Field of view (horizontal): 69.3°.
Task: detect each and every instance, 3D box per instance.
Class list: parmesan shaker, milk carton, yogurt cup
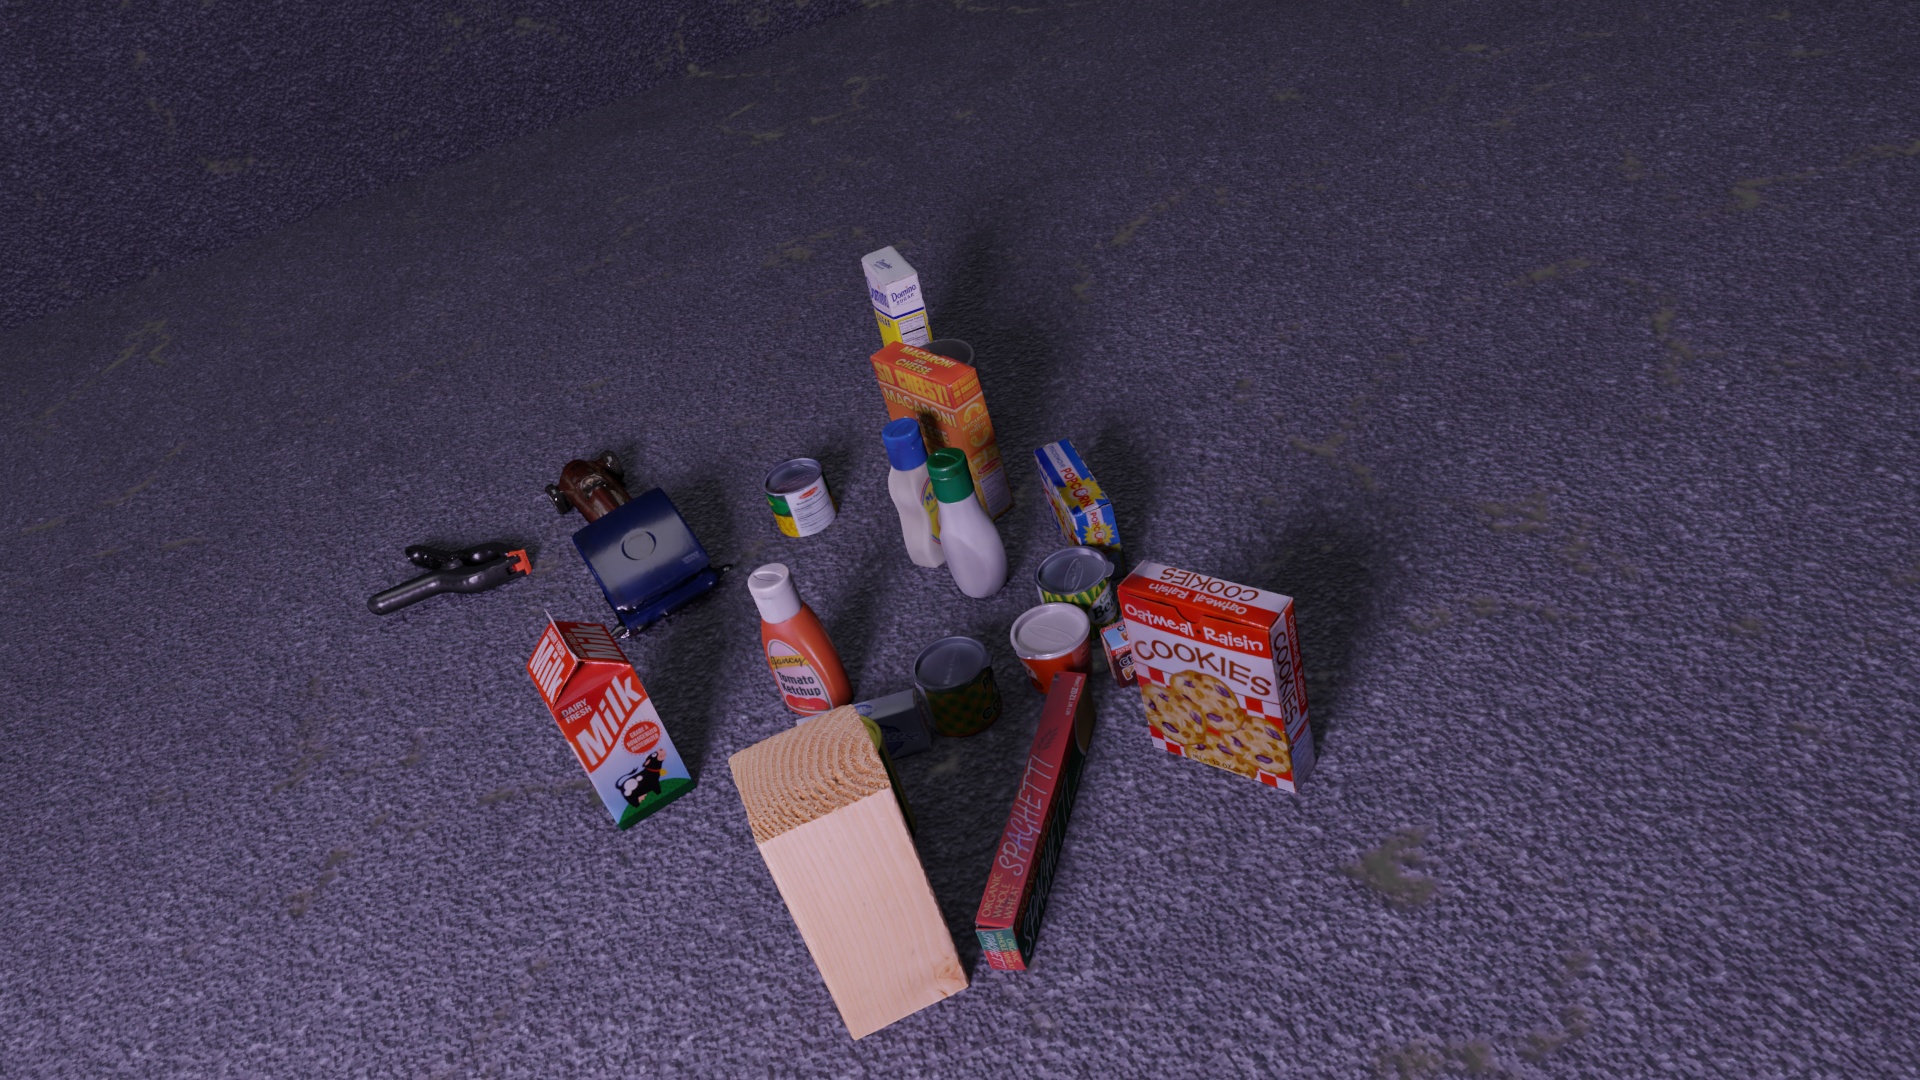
[{"bbox_3d":[-0.077,0.194,1.062,0.071,0.102,0.072,-11,36,8],"label":"parmesan shaker"},{"bbox_3d":[-0.294,0.142,1.146,0.074,0.189,0.072,-30,37,-18],"label":"milk carton"},{"bbox_3d":[0.080,0.093,1.174,0.072,0.053,0.073,-11,36,8],"label":"yogurt cup"}]

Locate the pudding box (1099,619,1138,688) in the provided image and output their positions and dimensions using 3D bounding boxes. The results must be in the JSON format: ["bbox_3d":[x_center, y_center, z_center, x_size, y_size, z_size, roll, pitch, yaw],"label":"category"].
[{"bbox_3d":[0.162,0.083,1.157,0.084,0.049,0.030,-21,35,-5],"label":"pudding box"}]

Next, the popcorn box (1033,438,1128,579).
[{"bbox_3d":[0.111,-0.028,1.297,0.038,0.084,0.127,-20,35,-4],"label":"popcorn box"}]

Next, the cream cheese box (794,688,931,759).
[{"bbox_3d":[-0.080,0.161,1.149,0.104,0.053,0.024,-15,35,3],"label":"cream cheese box"}]

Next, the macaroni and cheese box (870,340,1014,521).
[{"bbox_3d":[-0.017,-0.110,1.390,0.040,0.165,0.124,-37,40,-26],"label":"macaroni and cheese box"}]

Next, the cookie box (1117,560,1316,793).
[{"bbox_3d":[0.189,0.101,1.021,0.123,0.166,0.040,14,46,36],"label":"cookie box"}]

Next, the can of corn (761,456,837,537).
[{"bbox_3d":[-0.169,-0.047,1.461,0.071,0.058,0.071,-11,36,8],"label":"can of corn"}]

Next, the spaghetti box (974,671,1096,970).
[{"bbox_3d":[0.060,0.202,1.039,0.028,0.050,0.251,-1,38,21],"label":"spaghetti box"}]

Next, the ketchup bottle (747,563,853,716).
[{"bbox_3d":[-0.141,0.086,1.193,0.065,0.148,0.044,4,40,27],"label":"ketchup bottle"}]

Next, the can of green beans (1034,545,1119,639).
[{"bbox_3d":[0.103,0.047,1.223,0.071,0.057,0.071,-11,36,8],"label":"can of green beans"}]

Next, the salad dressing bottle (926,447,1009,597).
[{"bbox_3d":[0.005,-0.016,1.271,0.064,0.147,0.044,19,49,40],"label":"salad dressing bottle"}]

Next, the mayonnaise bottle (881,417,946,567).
[{"bbox_3d":[-0.038,-0.047,1.331,0.041,0.147,0.065,11,44,34],"label":"mayonnaise bottle"}]

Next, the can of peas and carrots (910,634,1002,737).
[{"bbox_3d":[0.000,0.122,1.165,0.071,0.058,0.071,-11,36,8],"label":"can of peas and carrots"}]
